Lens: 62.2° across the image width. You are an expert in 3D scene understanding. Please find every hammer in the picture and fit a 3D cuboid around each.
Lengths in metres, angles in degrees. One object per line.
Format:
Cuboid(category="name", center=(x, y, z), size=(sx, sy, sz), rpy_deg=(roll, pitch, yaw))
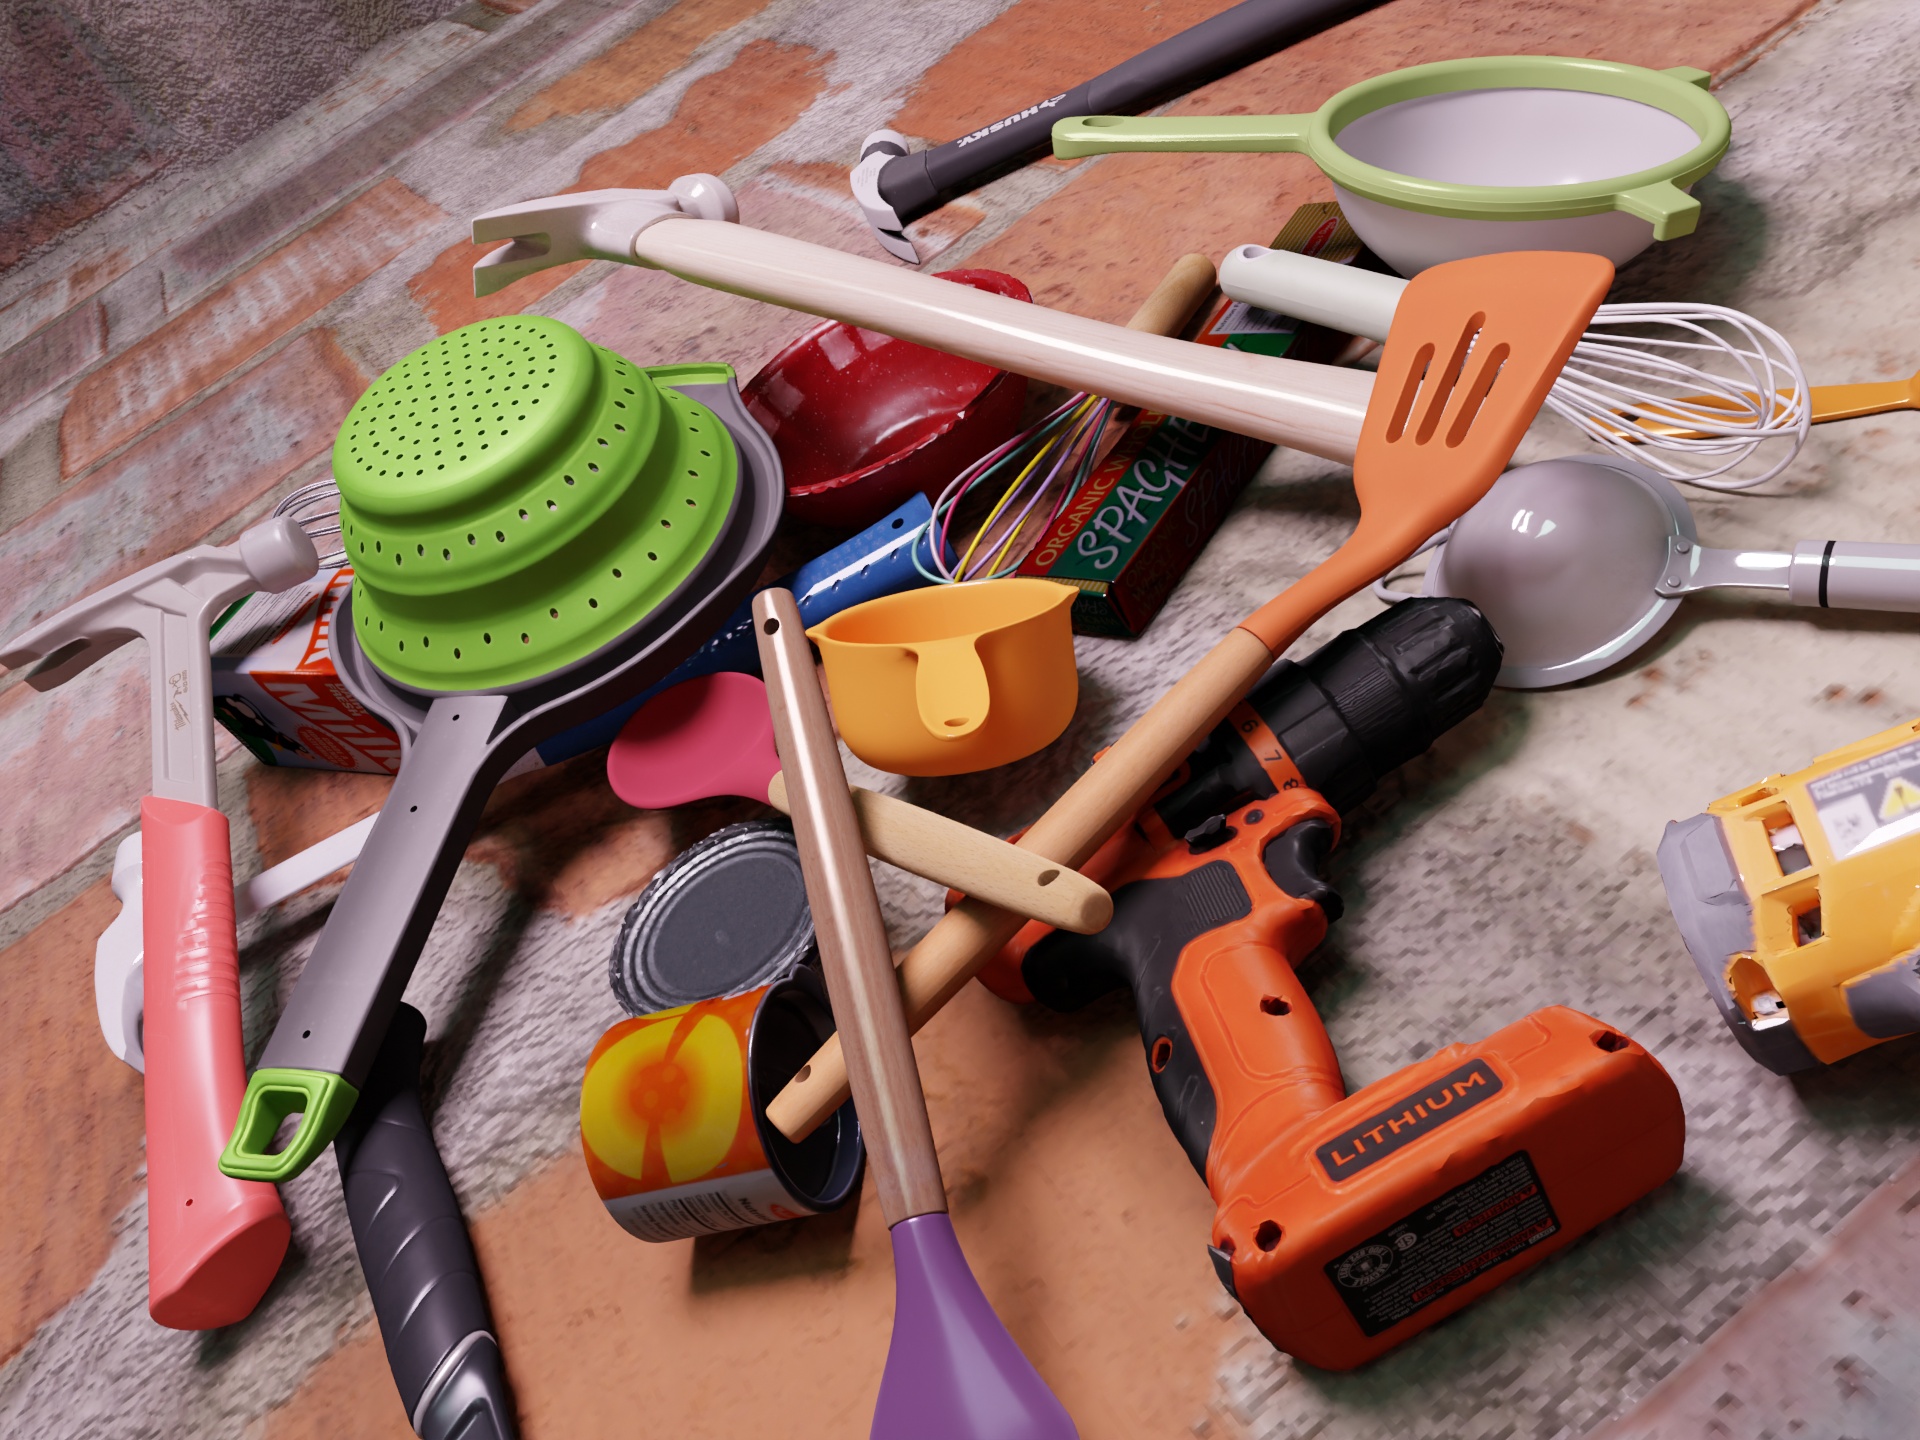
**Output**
Cuboid(category="hammer", center=(-0.137, 0.201, 0.435), size=(0.149, 0.036, 0.409), rpy_deg=(-39, 37, -8))
Cuboid(category="hammer", center=(-0.002, -0.152, 0.616), size=(0.411, 0.038, 0.146), rpy_deg=(22, 33, 27))
Cuboid(category="hammer", center=(0.090, -0.363, 0.919), size=(0.335, 0.035, 0.146), rpy_deg=(-20, 38, 15))
Cuboid(category="hammer", center=(-0.184, 0.019, 0.667), size=(0.405, 0.035, 0.144), rpy_deg=(-28, 43, 3))
Cuboid(category="hammer", center=(-0.314, 0.067, 0.629), size=(0.149, 0.036, 0.359), rpy_deg=(-26, 52, 2))

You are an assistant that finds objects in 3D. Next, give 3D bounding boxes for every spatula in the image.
Cuboid(category="spatula", center=(-0.018, 0.098, 0.390), size=(0.060, 0.018, 0.316), rpy_deg=(-22, 61, 12))
Cuboid(category="spatula", center=(0.060, -0.011, 0.442), size=(0.322, 0.041, 0.081), rpy_deg=(-45, 27, -10))

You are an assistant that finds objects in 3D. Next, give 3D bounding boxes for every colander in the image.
Cuboid(category="colander", center=(-0.197, -0.031, 0.596), size=(0.204, 0.094, 0.397), rpy_deg=(-2, 51, 20))

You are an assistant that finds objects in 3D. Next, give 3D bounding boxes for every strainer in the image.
Cuboid(category="strainer", center=(0.234, -0.045, 0.453), size=(0.258, 0.050, 0.087), rpy_deg=(8, 67, 36))
Cuboid(category="strainer", center=(0.161, -0.207, 0.631), size=(0.256, 0.069, 0.152), rpy_deg=(8, 41, 21))

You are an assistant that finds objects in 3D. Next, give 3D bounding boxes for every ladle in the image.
Cuboid(category="ladle", center=(-0.043, 0.024, 0.495), size=(0.069, 0.031, 0.315), rpy_deg=(-43, 24, -17))

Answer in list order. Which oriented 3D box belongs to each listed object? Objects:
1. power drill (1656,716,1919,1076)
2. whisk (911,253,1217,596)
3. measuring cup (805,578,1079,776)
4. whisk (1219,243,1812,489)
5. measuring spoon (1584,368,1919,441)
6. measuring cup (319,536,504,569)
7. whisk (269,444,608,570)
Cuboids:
Cuboid(category="power drill", center=(0.235, 0.068, 0.266), size=(0.185, 0.084, 0.226), rpy_deg=(-28, 32, 28))
Cuboid(category="whisk", center=(0.051, -0.127, 0.674), size=(0.051, 0.047, 0.245), rpy_deg=(9, 48, 33))
Cuboid(category="measuring cup", center=(-0.001, -0.002, 0.512), size=(0.095, 0.052, 0.174), rpy_deg=(-9, 18, 0))
Cuboid(category="whisk", center=(0.182, -0.136, 0.564), size=(0.058, 0.059, 0.247), rpy_deg=(-26, 37, -26))
Cuboid(category="measuring spoon", center=(0.265, -0.105, 0.521), size=(0.117, 0.011, 0.021), rpy_deg=(-1, 46, 34))
Cuboid(category="measuring cup", center=(-0.322, -0.087, 0.890), size=(0.167, 0.038, 0.083), rpy_deg=(-35, 37, -2))
Cuboid(category="whisk", center=(-0.247, -0.117, 0.830), size=(0.239, 0.055, 0.055), rpy_deg=(-15, 36, -9))
